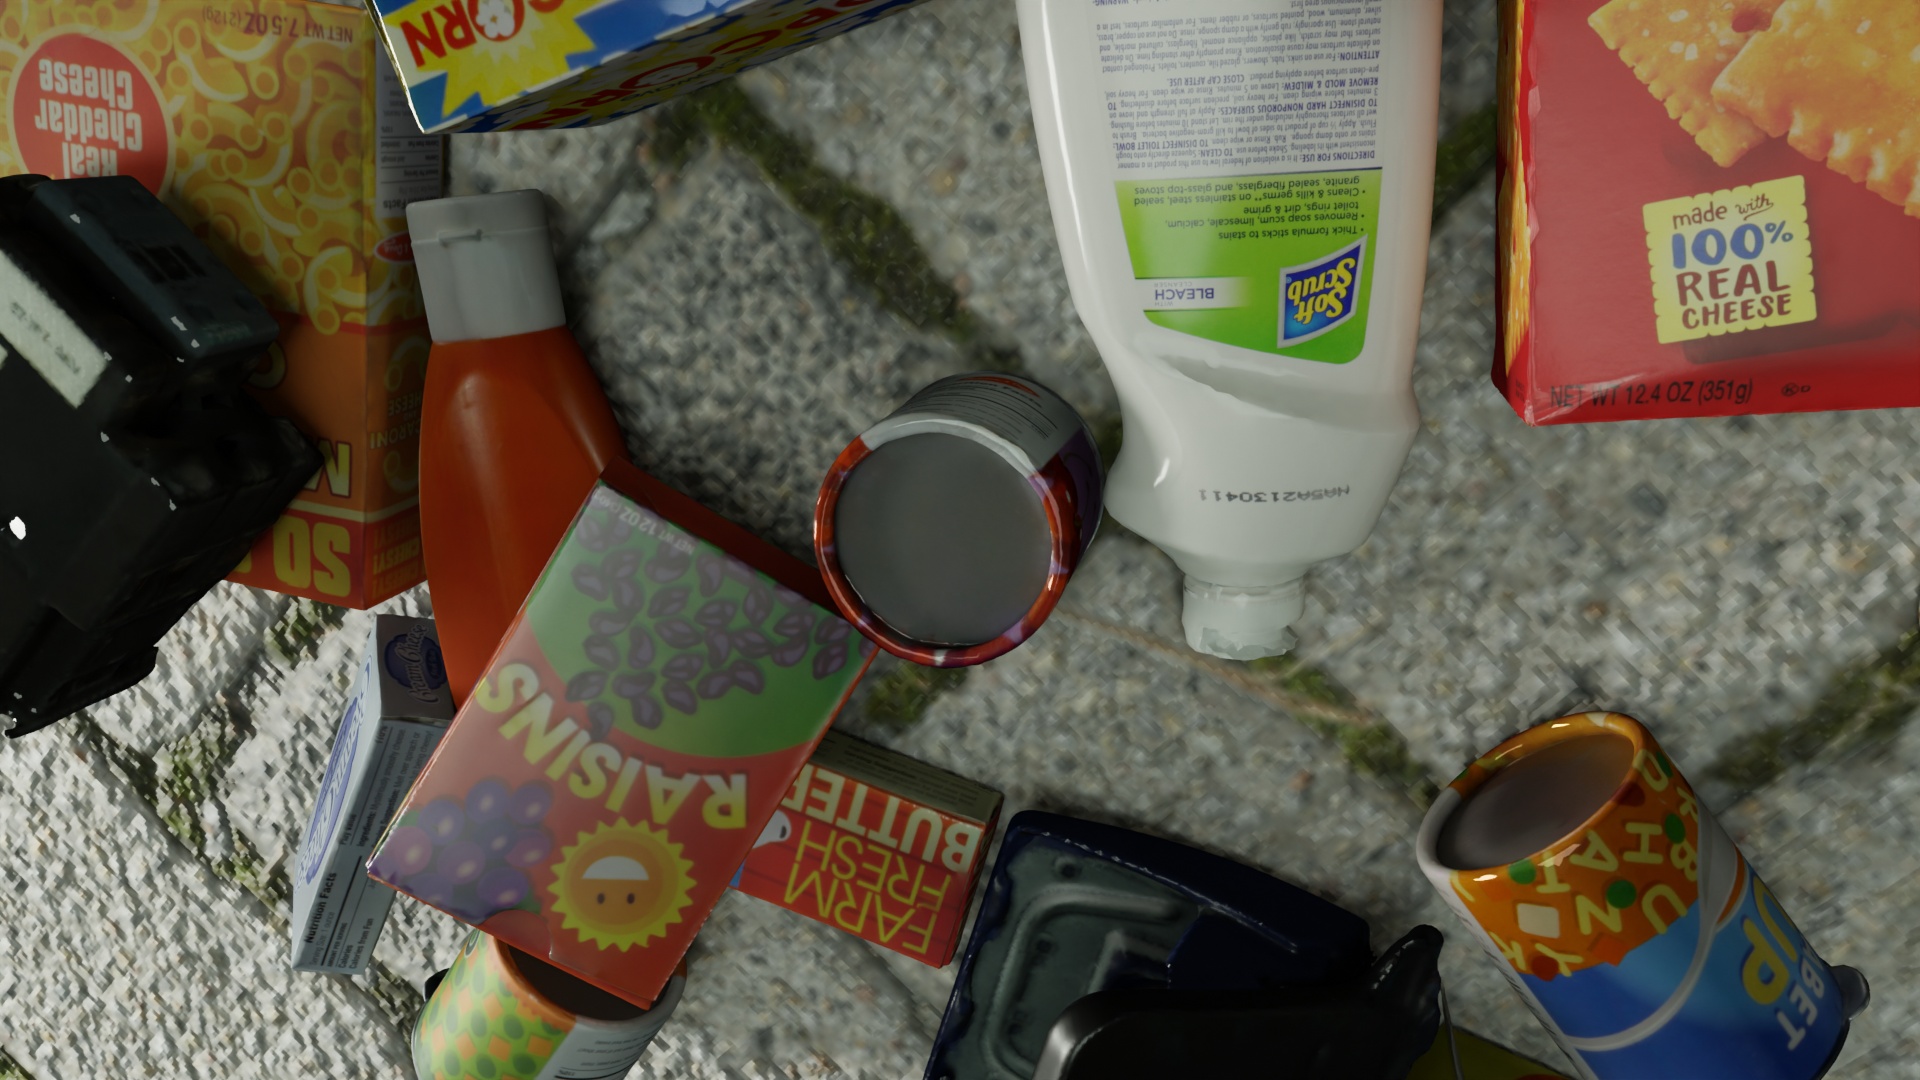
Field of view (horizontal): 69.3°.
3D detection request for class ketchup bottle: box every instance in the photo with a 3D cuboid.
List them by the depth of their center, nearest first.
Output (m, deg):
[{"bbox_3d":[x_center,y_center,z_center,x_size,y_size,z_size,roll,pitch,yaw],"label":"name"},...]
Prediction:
[{"bbox_3d":[-0.124,-0.023,0.396,0.065,0.043,0.148,-6,105,0],"label":"ketchup bottle"}]

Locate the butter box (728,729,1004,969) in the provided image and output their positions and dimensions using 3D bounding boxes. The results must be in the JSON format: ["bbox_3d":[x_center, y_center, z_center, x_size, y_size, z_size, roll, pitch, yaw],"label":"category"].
[{"bbox_3d":[-0.043,0.085,0.420,0.103,0.024,0.053,19,109,7],"label":"butter box"}]

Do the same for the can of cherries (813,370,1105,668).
[{"bbox_3d":[0.001,-0.005,0.364,0.071,0.058,0.071,4,107,12],"label":"can of cherries"}]

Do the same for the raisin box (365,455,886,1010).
[{"bbox_3d":[-0.088,0.052,0.375,0.086,0.040,0.123,31,98,-15],"label":"raisin box"}]

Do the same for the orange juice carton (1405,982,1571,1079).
[{"bbox_3d":[0.158,0.226,0.388,0.073,0.072,0.192,-13,103,16],"label":"orange juice carton"}]

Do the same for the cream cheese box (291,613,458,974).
[{"bbox_3d":[-0.185,0.080,0.437,0.024,0.053,0.103,14,114,-31],"label":"cream cheese box"}]

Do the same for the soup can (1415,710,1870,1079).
[{"bbox_3d":[0.169,0.093,0.349,0.071,0.071,0.083,-36,95,21],"label":"soup can"}]

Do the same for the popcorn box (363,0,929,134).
[{"bbox_3d":[-0.059,-0.134,0.325,0.126,0.085,0.038,-14,104,17],"label":"popcorn box"}]

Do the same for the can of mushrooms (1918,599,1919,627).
[{"bbox_3d":[0.265,0.017,0.320,0.071,0.033,0.070,4,107,13],"label":"can of mushrooms"}]

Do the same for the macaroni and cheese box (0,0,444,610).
[{"bbox_3d":[-0.215,-0.073,0.405,0.124,0.040,0.165,11,108,11],"label":"macaroni and cheese box"}]

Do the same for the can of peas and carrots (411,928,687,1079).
[{"bbox_3d":[-0.130,0.143,0.437,0.071,0.071,0.058,36,111,1],"label":"can of peas and carrots"}]
